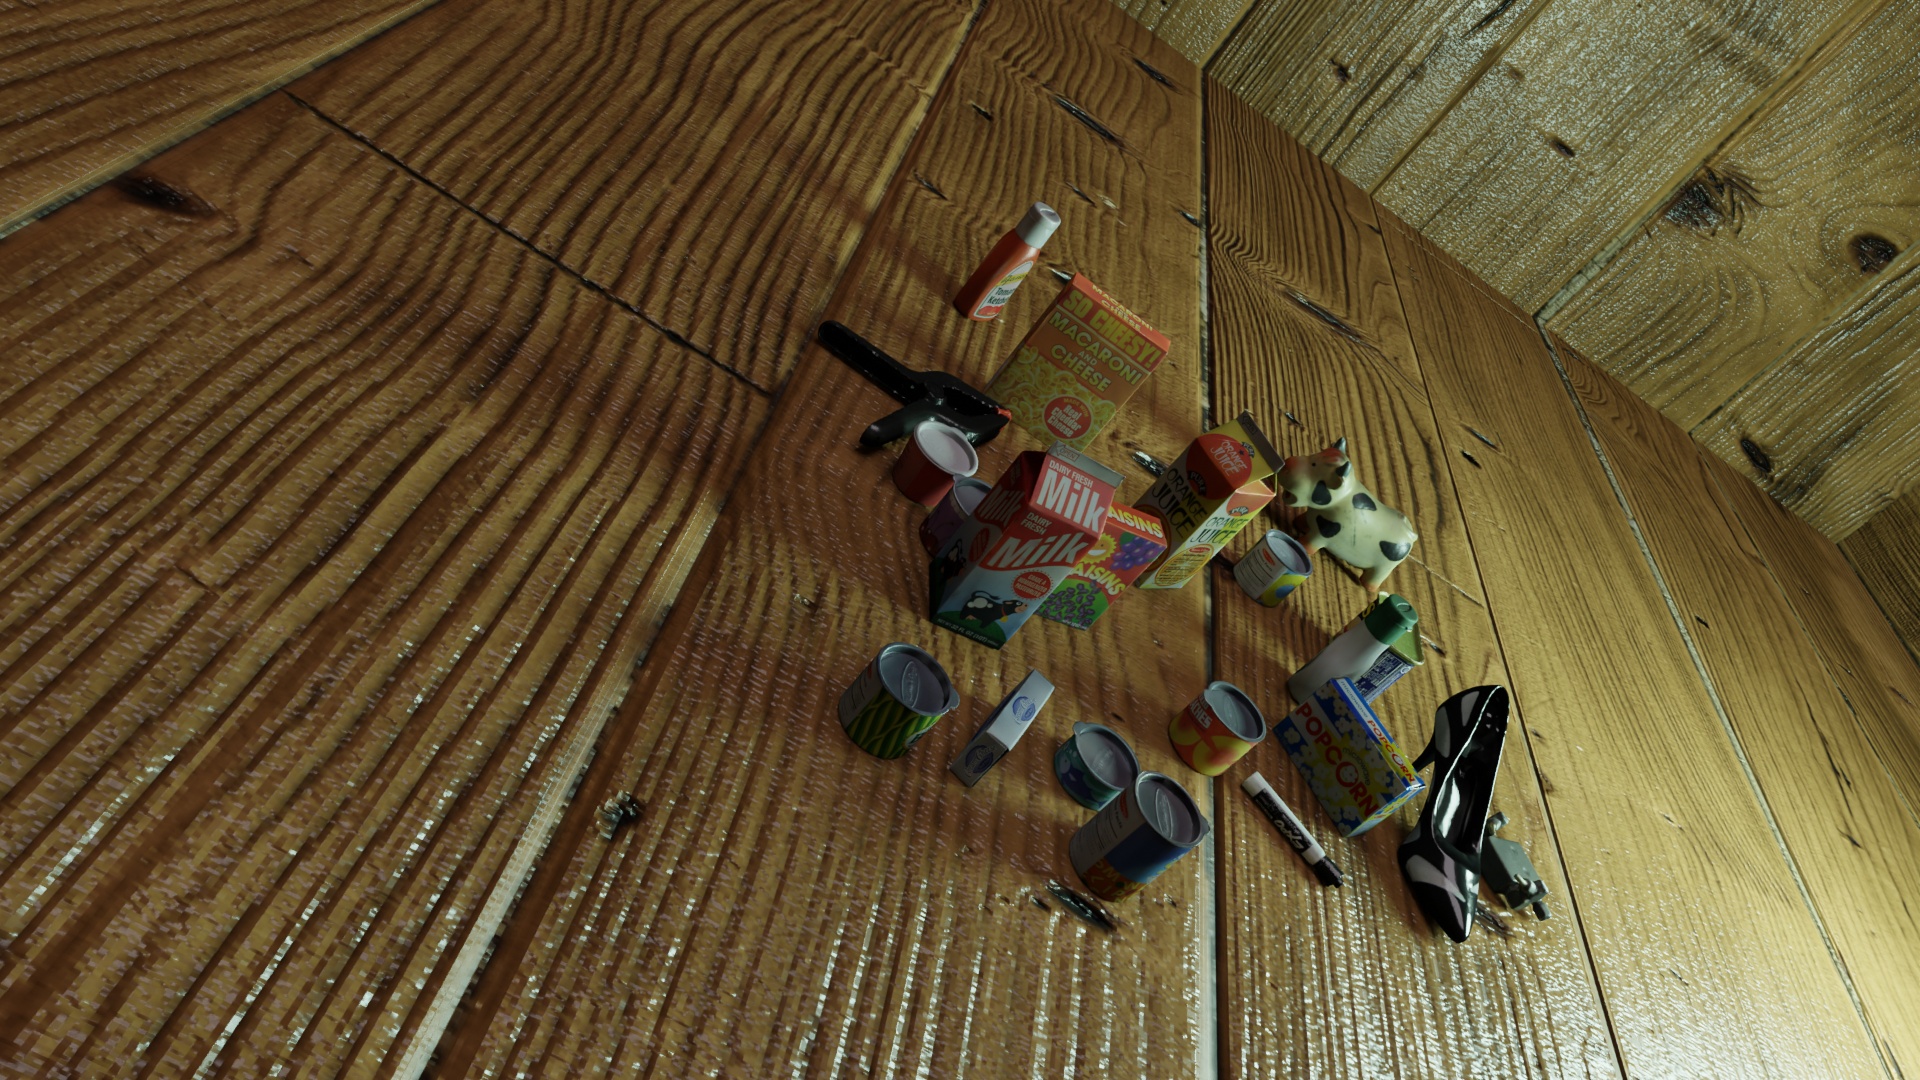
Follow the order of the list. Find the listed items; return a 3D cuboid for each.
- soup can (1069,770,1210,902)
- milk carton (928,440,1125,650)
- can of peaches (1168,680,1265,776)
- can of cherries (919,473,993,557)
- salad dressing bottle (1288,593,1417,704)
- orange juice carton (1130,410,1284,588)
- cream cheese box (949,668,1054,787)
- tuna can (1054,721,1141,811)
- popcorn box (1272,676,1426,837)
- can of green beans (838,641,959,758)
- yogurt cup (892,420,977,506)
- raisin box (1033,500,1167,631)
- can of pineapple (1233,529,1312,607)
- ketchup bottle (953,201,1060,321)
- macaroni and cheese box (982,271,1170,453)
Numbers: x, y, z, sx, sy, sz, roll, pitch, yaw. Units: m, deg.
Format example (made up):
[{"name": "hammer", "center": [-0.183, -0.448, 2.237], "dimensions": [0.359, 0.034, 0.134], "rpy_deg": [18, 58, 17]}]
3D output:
[{"name": "soup can", "center": [0.135, 0.227, 1.053], "dimensions": [0.071, 0.083, 0.072], "rpy_deg": [27, 35, -20]}, {"name": "milk carton", "center": [0.053, -0.003, 1.148], "dimensions": [0.072, 0.189, 0.074], "rpy_deg": [26, 35, -22]}, {"name": "can of peaches", "center": [0.227, 0.168, 1.242], "dimensions": [0.071, 0.057, 0.071], "rpy_deg": [27, 35, -20]}, {"name": "can of cherries", "center": [0.004, -0.016, 1.236], "dimensions": [0.071, 0.058, 0.072], "rpy_deg": [27, 35, -20]}, {"name": "salad dressing bottle", "center": [0.394, 0.113, 1.395], "dimensions": [0.064, 0.147, 0.044], "rpy_deg": [-2, 51, -47]}, {"name": "orange juice carton", "center": [0.239, -0.038, 1.378], "dimensions": [0.073, 0.191, 0.072], "rpy_deg": [2, 48, -45]}, {"name": "cream cheese box", "center": [0.033, 0.145, 1.077], "dimensions": [0.024, 0.053, 0.104], "rpy_deg": [42, 32, 3]}, {"name": "tuna can", "center": [0.109, 0.182, 1.128], "dimensions": [0.071, 0.032, 0.071], "rpy_deg": [27, 35, -20]}, {"name": "popcorn box", "center": [0.365, 0.204, 1.313], "dimensions": [0.038, 0.085, 0.127], "rpy_deg": [2, 49, -45]}, {"name": "can of green beans", "center": [-0.048, 0.118, 1.022], "dimensions": [0.071, 0.057, 0.071], "rpy_deg": [27, 35, -20]}, {"name": "yogurt cup", "center": [-0.026, -0.068, 1.273], "dimensions": [0.072, 0.053, 0.073], "rpy_deg": [27, 35, -20]}, {"name": "raisin box", "center": [0.113, 0.019, 1.244], "dimensions": [0.086, 0.123, 0.040], "rpy_deg": [21, 37, -28]}, {"name": "can of pineapple", "center": [0.344, 0.031, 1.526], "dimensions": [0.071, 0.057, 0.071], "rpy_deg": [27, 35, -20]}, {"name": "ketchup bottle", "center": [0.055, -0.314, 1.564], "dimensions": [0.043, 0.148, 0.065], "rpy_deg": [51, 34, 17]}, {"name": "macaroni and cheese box", "center": [0.119, -0.179, 1.451], "dimensions": [0.123, 0.165, 0.040], "rpy_deg": [35, 33, -9]}]
